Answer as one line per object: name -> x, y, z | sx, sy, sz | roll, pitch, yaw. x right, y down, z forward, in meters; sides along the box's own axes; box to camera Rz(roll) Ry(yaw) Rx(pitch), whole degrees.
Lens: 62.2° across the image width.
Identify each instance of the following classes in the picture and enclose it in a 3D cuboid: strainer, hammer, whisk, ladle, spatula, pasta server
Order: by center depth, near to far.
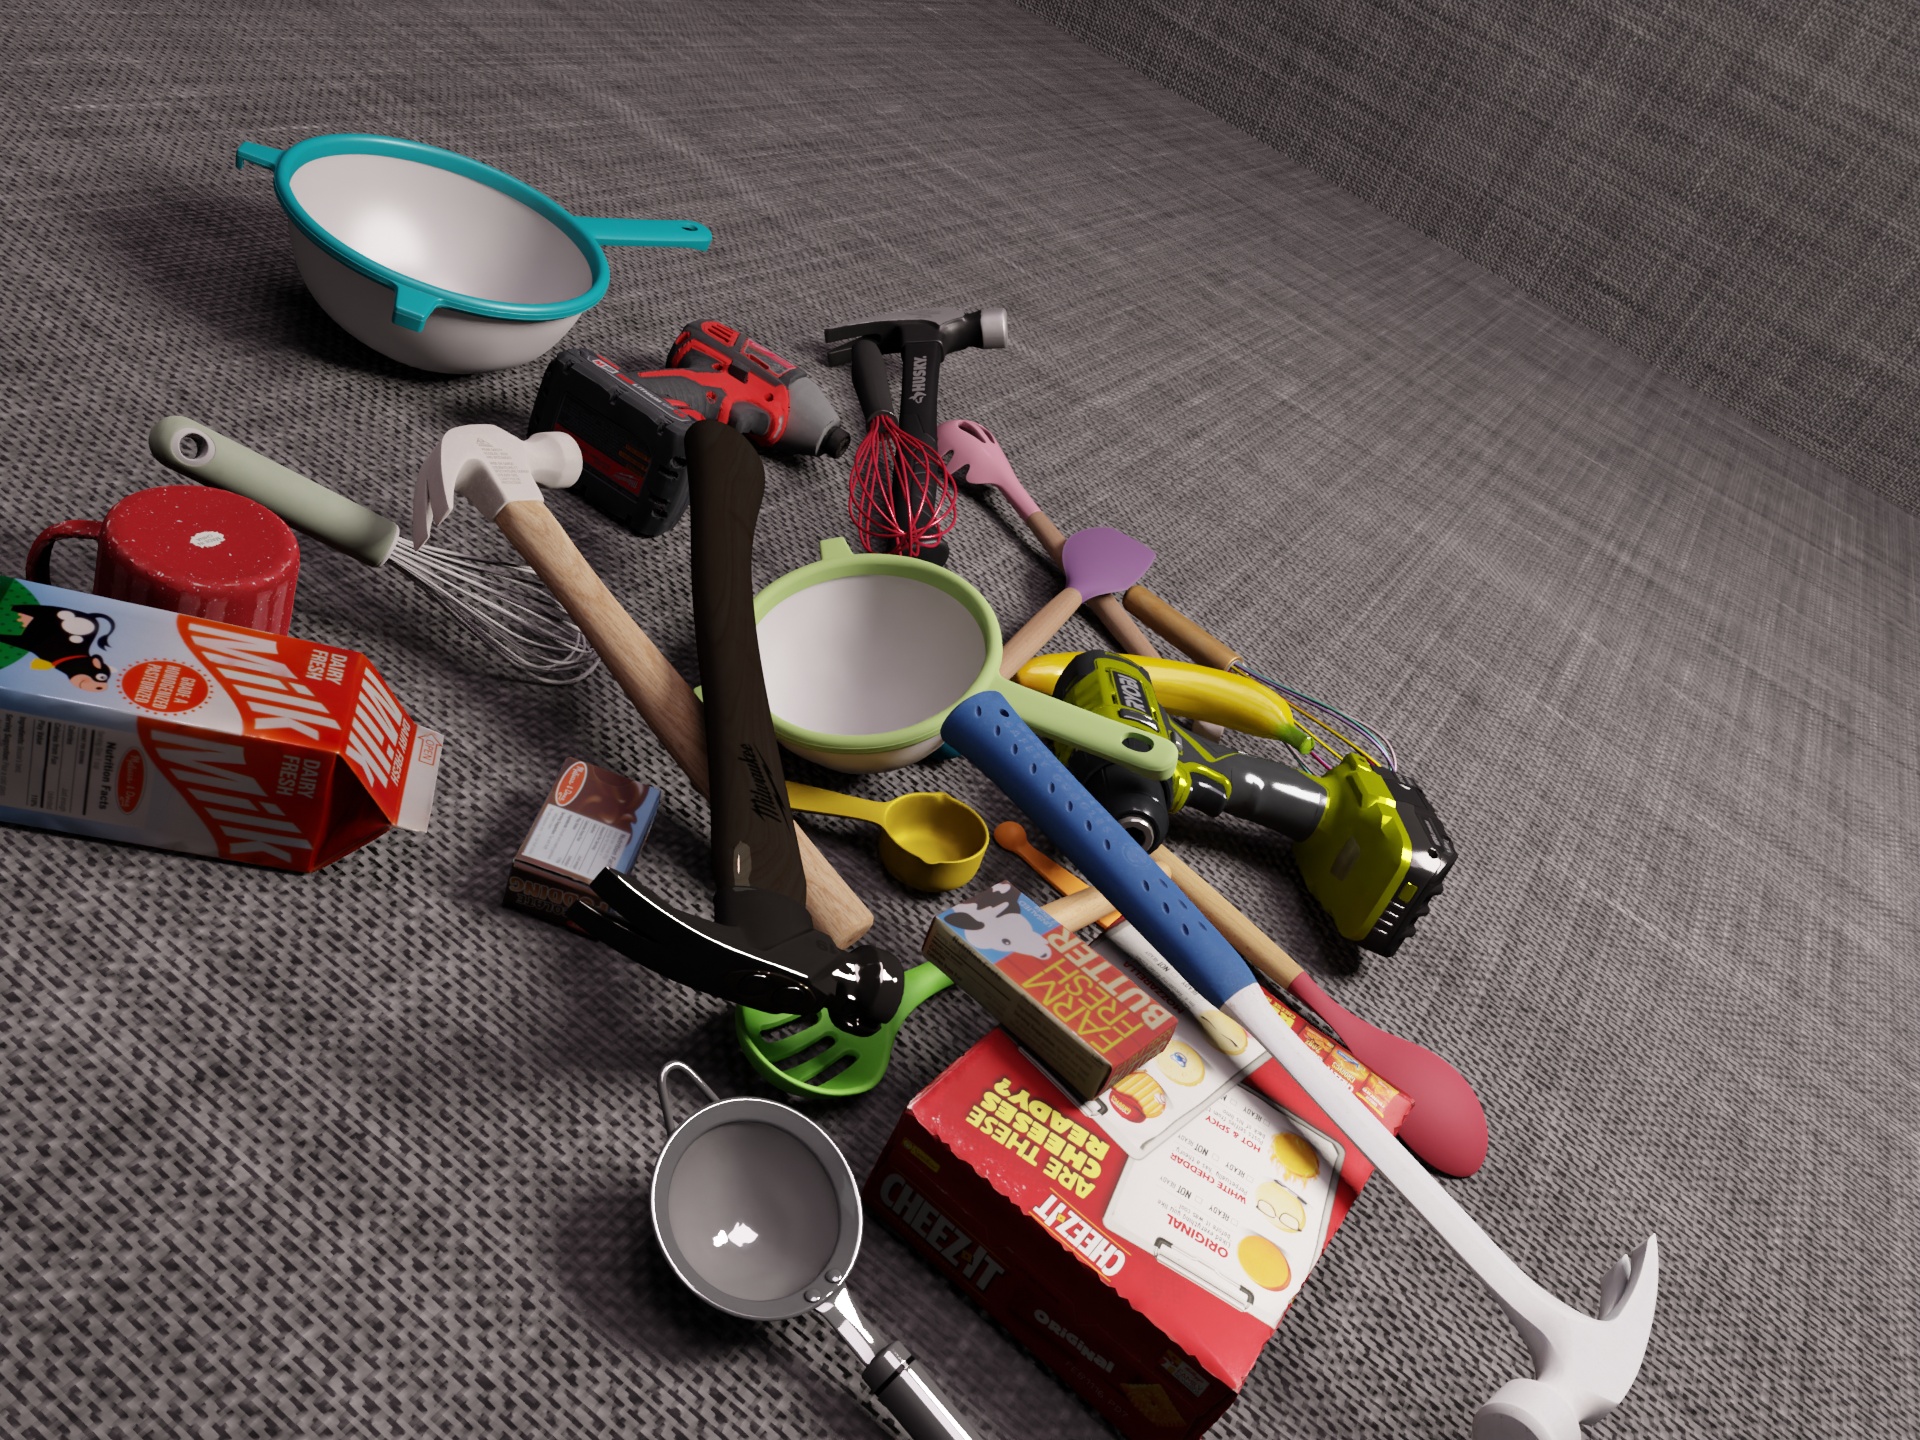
strainer -> -0.034, 0.234, 0.586 | 0.258, 0.050, 0.087 | 45, 43, 16
hammer -> 0.135, 0.130, 0.710 | 0.144, 0.035, 0.406 | -15, 53, -45
hammer -> -0.121, -0.032, 0.785 | 0.146, 0.038, 0.411 | 27, 31, -32
hammer -> -0.156, -0.020, 0.790 | 0.331, 0.031, 0.130 | 51, 27, 11
whisk -> -0.280, -0.084, 0.795 | 0.246, 0.058, 0.059 | 29, -14, -34
strainer -> -0.005, -0.003, 0.867 | 0.256, 0.069, 0.151 | 20, 51, 18
ladle -> 0.167, 0.128, 0.885 | 0.316, 0.031, 0.069 | 42, 36, 25
spatula -> 0.063, -0.074, 1.053 | 0.060, 0.018, 0.316 | 30, 33, 9
whisk -> 0.200, -0.020, 1.074 | 0.245, 0.051, 0.047 | 41, 24, 32
whisk -> -0.051, -0.195, 1.093 | 0.073, 0.073, 0.296 | 13, 33, -20
strainer -> -0.309, -0.305, 1.095 | 0.211, 0.095, 0.340 | 43, 34, 19
pasta server -> 0.065, -0.125, 1.167 | 0.060, 0.040, 0.316 | -6, 49, -40
hammer -> -0.037, -0.213, 1.178 | 0.146, 0.035, 0.335 | -2, 42, 3

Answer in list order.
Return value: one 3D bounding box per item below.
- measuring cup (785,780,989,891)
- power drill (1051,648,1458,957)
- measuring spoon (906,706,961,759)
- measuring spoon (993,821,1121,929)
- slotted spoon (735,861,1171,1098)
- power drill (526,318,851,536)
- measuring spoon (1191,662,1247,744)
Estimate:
measuring cup -> -0.064, 0.055, 0.835 | 0.156, 0.029, 0.062 | 12, 34, 0
power drill -> 0.160, 0.051, 0.913 | 0.228, 0.080, 0.191 | 22, 22, -10
measuring spoon -> -0.002, -0.003, 0.963 | 0.042, 0.021, 0.129 | 25, 23, 7
measuring spoon -> 0.066, 0.092, 0.876 | 0.117, 0.011, 0.021 | 37, 34, 16
slotted spoon -> 0.011, 0.117, 0.783 | 0.313, 0.031, 0.070 | -17, 52, -46
power drill -> -0.172, -0.203, 1.067 | 0.143, 0.078, 0.220 | 33, 31, 10
measuring spoon -> 0.172, -0.007, 1.090 | 0.034, 0.018, 0.124 | 21, 39, 5
